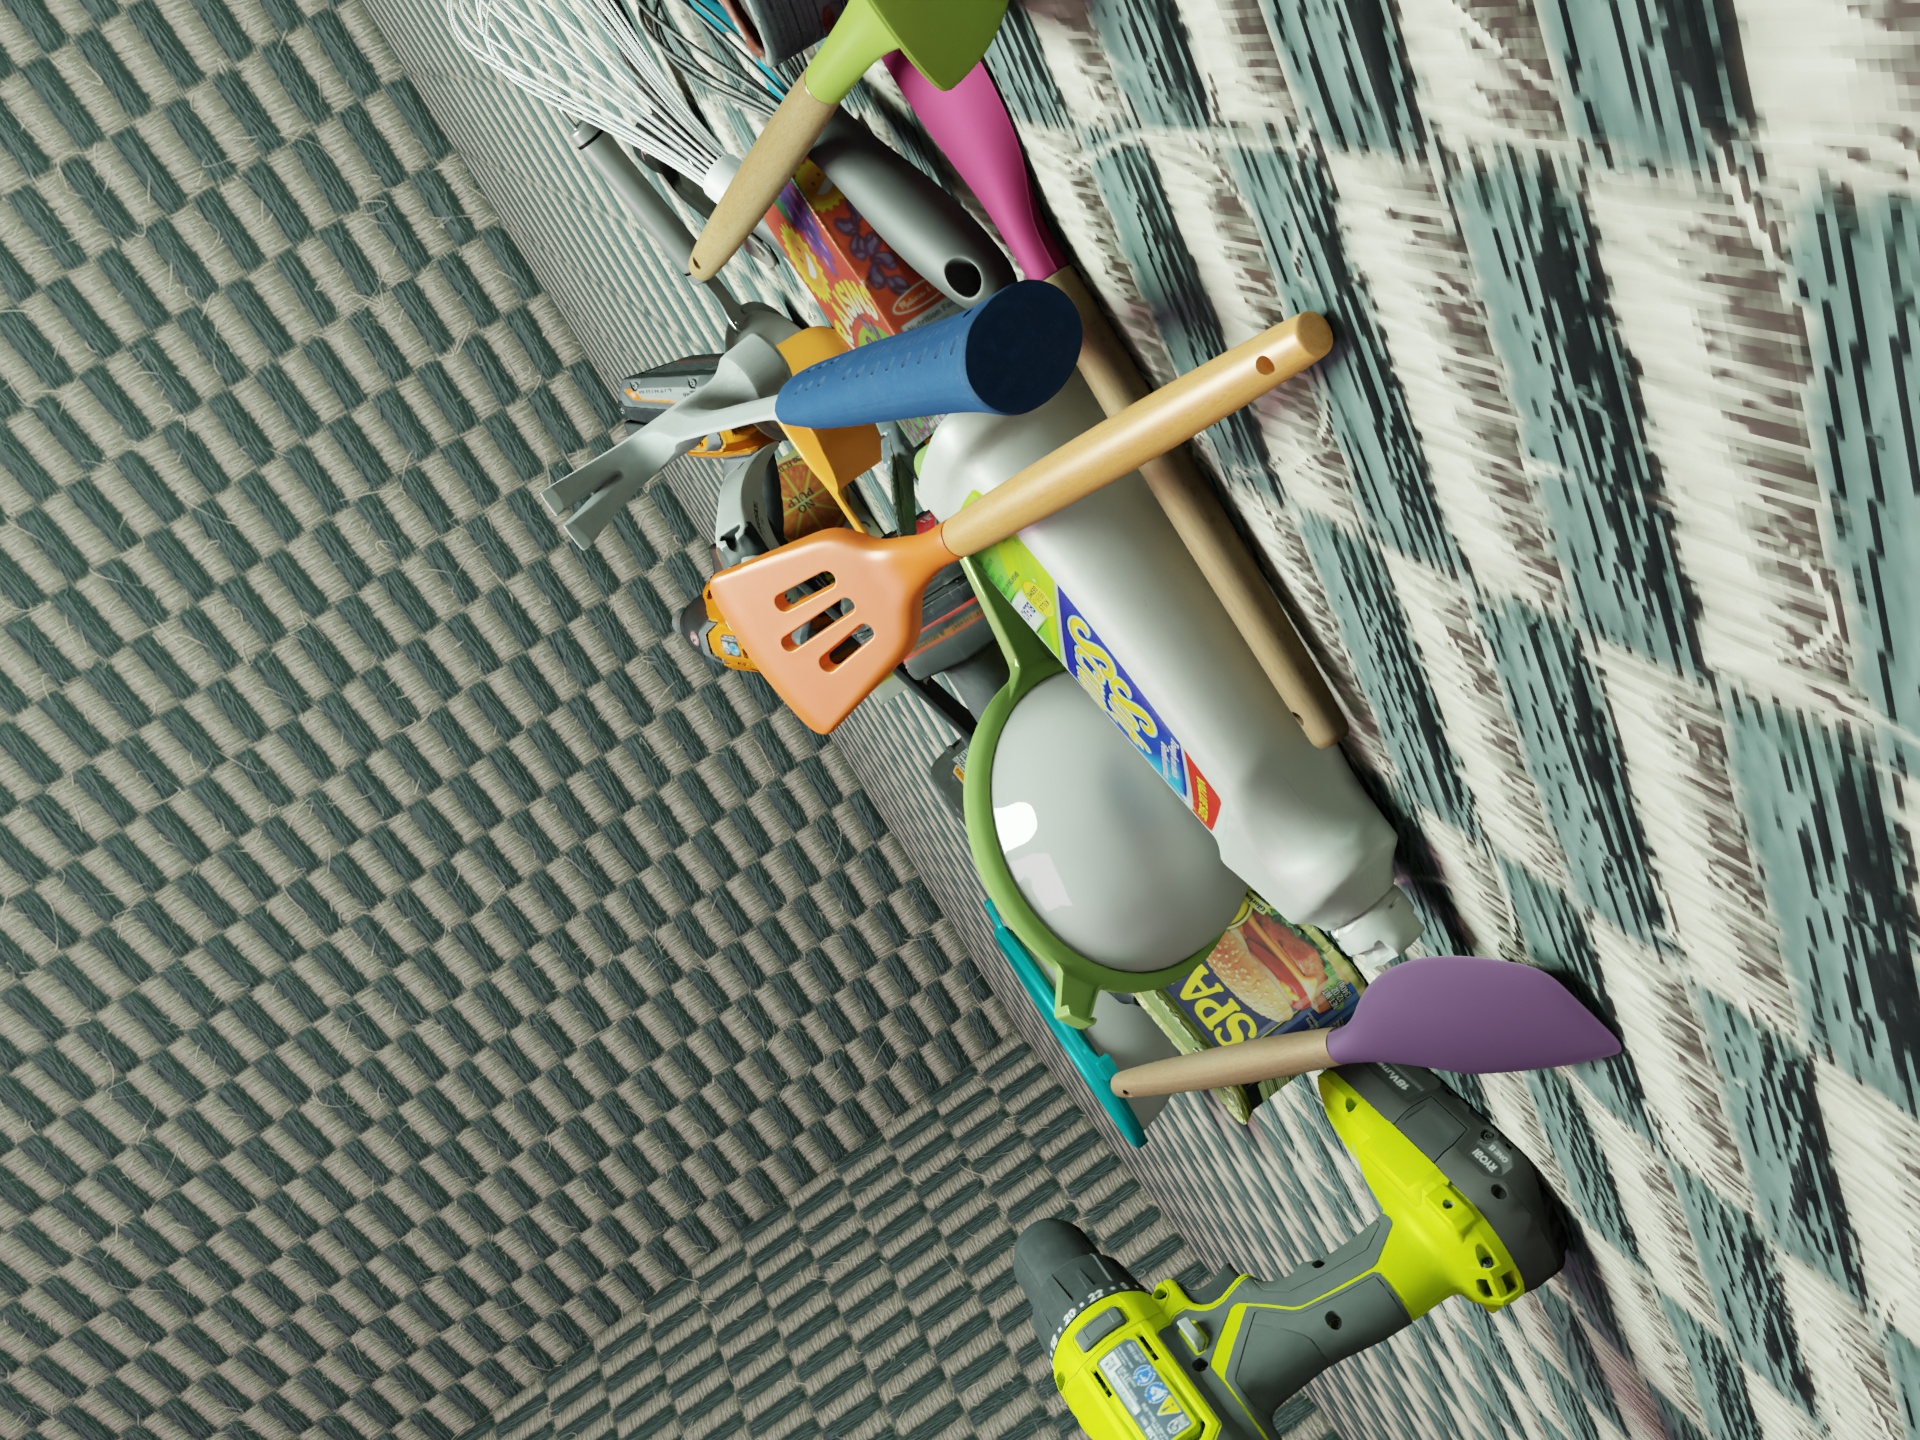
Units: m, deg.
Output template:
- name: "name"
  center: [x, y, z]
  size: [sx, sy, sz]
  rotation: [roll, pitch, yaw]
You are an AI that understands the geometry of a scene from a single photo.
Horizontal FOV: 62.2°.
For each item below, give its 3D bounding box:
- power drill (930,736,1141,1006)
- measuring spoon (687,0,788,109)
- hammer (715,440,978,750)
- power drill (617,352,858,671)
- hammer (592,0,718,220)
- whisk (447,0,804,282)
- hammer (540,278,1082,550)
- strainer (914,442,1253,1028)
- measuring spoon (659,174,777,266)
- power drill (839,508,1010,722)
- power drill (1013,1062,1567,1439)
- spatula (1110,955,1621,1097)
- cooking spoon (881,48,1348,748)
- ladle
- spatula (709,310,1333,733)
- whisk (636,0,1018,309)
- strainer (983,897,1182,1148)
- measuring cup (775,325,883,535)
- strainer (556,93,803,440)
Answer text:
- name: "power drill"
  center: [0.075, 0.110, 1.147]
  size: [0.171, 0.080, 0.223]
  rotation: [49, 174, 45]
- name: "measuring spoon"
  center: [-0.091, -0.279, 0.699]
  size: [0.042, 0.021, 0.128]
  rotation: [47, 168, 49]
- name: "hammer"
  center: [-0.001, -0.003, 0.915]
  size: [0.408, 0.036, 0.149]
  rotation: [43, -157, -40]
- name: "power drill"
  center: [-0.166, -0.141, 1.129]
  size: [0.164, 0.084, 0.226]
  rotation: [7, 118, 39]
- name: "hammer"
  center: [-0.204, -0.414, 0.780]
  size: [0.149, 0.037, 0.358]
  rotation: [47, 169, 48]
- name: "whisk"
  center: [-0.131, -0.272, 0.744]
  size: [0.284, 0.070, 0.070]
  rotation: [41, 171, 5]
- name: "hammer"
  center: [-0.071, -0.123, 0.637]
  size: [0.035, 0.144, 0.406]
  rotation: [55, 164, -20]
- name: "strainer"
  center: [0.057, -0.012, 0.671]
  size: [0.069, 0.151, 0.256]
  rotation: [-26, 90, 52]
- name: "measuring spoon"
  center: [-0.143, -0.308, 0.955]
  size: [0.124, 0.018, 0.034]
  rotation: [44, 168, 27]
- name: "power drill"
  center: [0.034, -0.006, 0.832]
  size: [0.226, 0.080, 0.188]
  rotation: [57, -169, -16]
- name: "power drill"
  center: [0.144, 0.257, 0.748]
  size: [0.080, 0.228, 0.191]
  rotation: [60, 171, -33]
- name: "spatula"
  center: [0.140, 0.135, 0.656]
  size: [0.059, 0.018, 0.316]
  rotation: [43, 152, -5]
- name: "cooking spoon"
  center: [0.044, -0.126, 0.533]
  size: [0.319, 0.017, 0.069]
  rotation: [57, 172, -6]
- name: "ladle"
  center: [-0.063, -0.198, 0.532]
  size: [0.078, 0.062, 0.320]
  rotation: [60, 160, -8]
- name: "spatula"
  center: [0.006, -0.063, 0.533]
  size: [0.081, 0.041, 0.322]
  rotation: [54, 150, -9]
- name: "whisk"
  center: [-0.054, -0.229, 0.600]
  size: [0.239, 0.055, 0.055]
  rotation: [49, 171, 23]
- name: "strainer"
  center: [0.141, 0.272, 1.352]
  size: [0.211, 0.095, 0.340]
  rotation: [52, 174, 41]
- name: "measuring cup"
  center: [-0.054, -0.149, 0.926]
  size: [0.173, 0.052, 0.095]
  rotation: [57, 172, -28]
- name: "strainer"
  center: [-0.146, -0.258, 0.933]
  size: [0.050, 0.087, 0.258]
  rotation: [-16, 130, 35]
